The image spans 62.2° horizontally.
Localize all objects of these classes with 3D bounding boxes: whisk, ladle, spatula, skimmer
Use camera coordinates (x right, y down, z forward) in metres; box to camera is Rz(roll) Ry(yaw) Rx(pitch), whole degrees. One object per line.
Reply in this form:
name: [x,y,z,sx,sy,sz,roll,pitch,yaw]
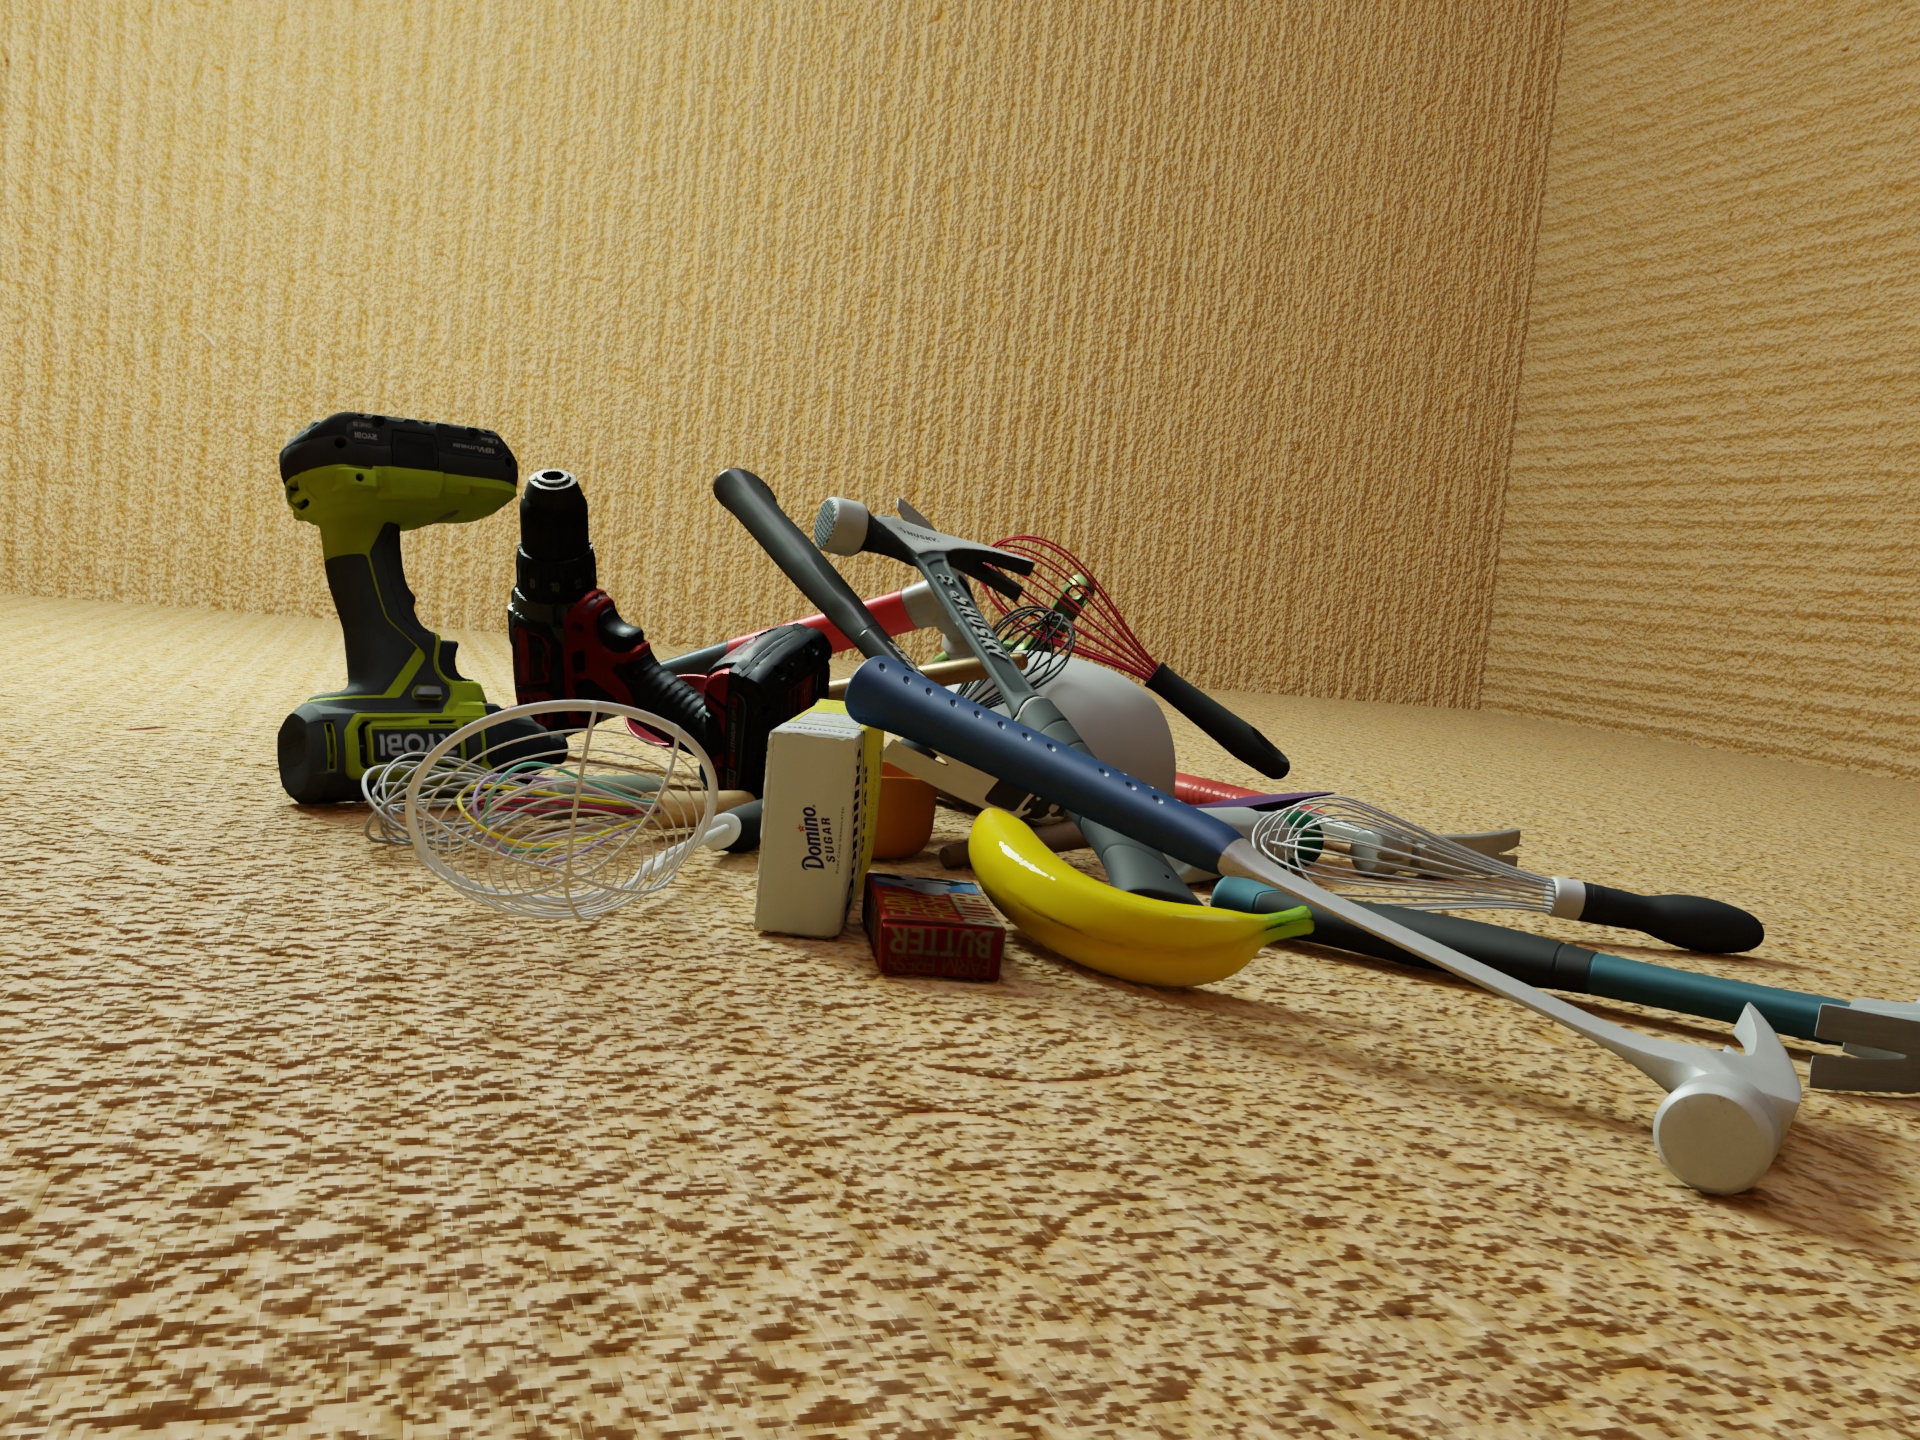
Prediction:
whisk: [0.134,-0.048,1.231,0.296,0.073,0.073,37,8,4]
ladle: [-0.097,-0.019,1.084,0.315,0.069,0.031,-8,-44,28]
whisk: [0.302,0.093,0.881,0.284,0.070,0.070,11,5,3]
whisk: [-0.188,0.048,0.886,0.047,0.051,0.245,7,1,25]
whisk: [-0.239,0.045,0.893,0.059,0.058,0.246,44,16,18]
whisk: [-0.001,-0.002,1.051,0.055,0.055,0.239,10,44,44]
spatula: [0.120,0.064,0.996,0.315,0.018,0.060,-6,-6,-35]
skimmer: [-0.148,0.035,0.796,0.127,0.090,0.363,-25,-1,7]

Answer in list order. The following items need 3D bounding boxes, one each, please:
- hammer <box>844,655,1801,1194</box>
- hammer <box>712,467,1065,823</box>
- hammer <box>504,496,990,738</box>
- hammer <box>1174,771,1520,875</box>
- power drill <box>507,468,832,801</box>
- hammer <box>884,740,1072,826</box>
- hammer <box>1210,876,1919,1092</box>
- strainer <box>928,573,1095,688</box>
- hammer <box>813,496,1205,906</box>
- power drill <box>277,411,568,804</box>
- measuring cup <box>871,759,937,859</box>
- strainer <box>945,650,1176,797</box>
hammer: [0.120,0.059,0.634,0.406,0.035,0.144,25,13,31]
hammer: [-0.067,-0.060,0.999,0.146,0.035,0.335,21,22,-53]
hammer: [-0.179,-0.052,1.168,0.386,0.038,0.143,-15,-44,17]
hammer: [0.233,0.066,1.199,0.149,0.036,0.359,2,6,-34]
power drill: [-0.200,-0.051,1.035,0.227,0.187,0.080,21,36,20]
hammer: [0.006,0.050,1.145,0.130,0.031,0.331,2,6,-41]
hammer: [0.274,0.112,0.723,0.331,0.033,0.128,8,4,32]
strainer: [0.053,-0.026,1.351,0.151,0.069,0.256,19,-37,-12]
hammer: [0.038,-0.013,0.906,0.149,0.036,0.409,11,28,-29]
power drill: [-0.326,-0.063,0.966,0.171,0.223,0.080,-1,-10,-44]
measuring cup: [-0.031,0.053,0.967,0.095,0.052,0.173,10,4,40]
strainer: [0.044,-0.009,1.236,0.210,0.095,0.340,18,-1,-30]
